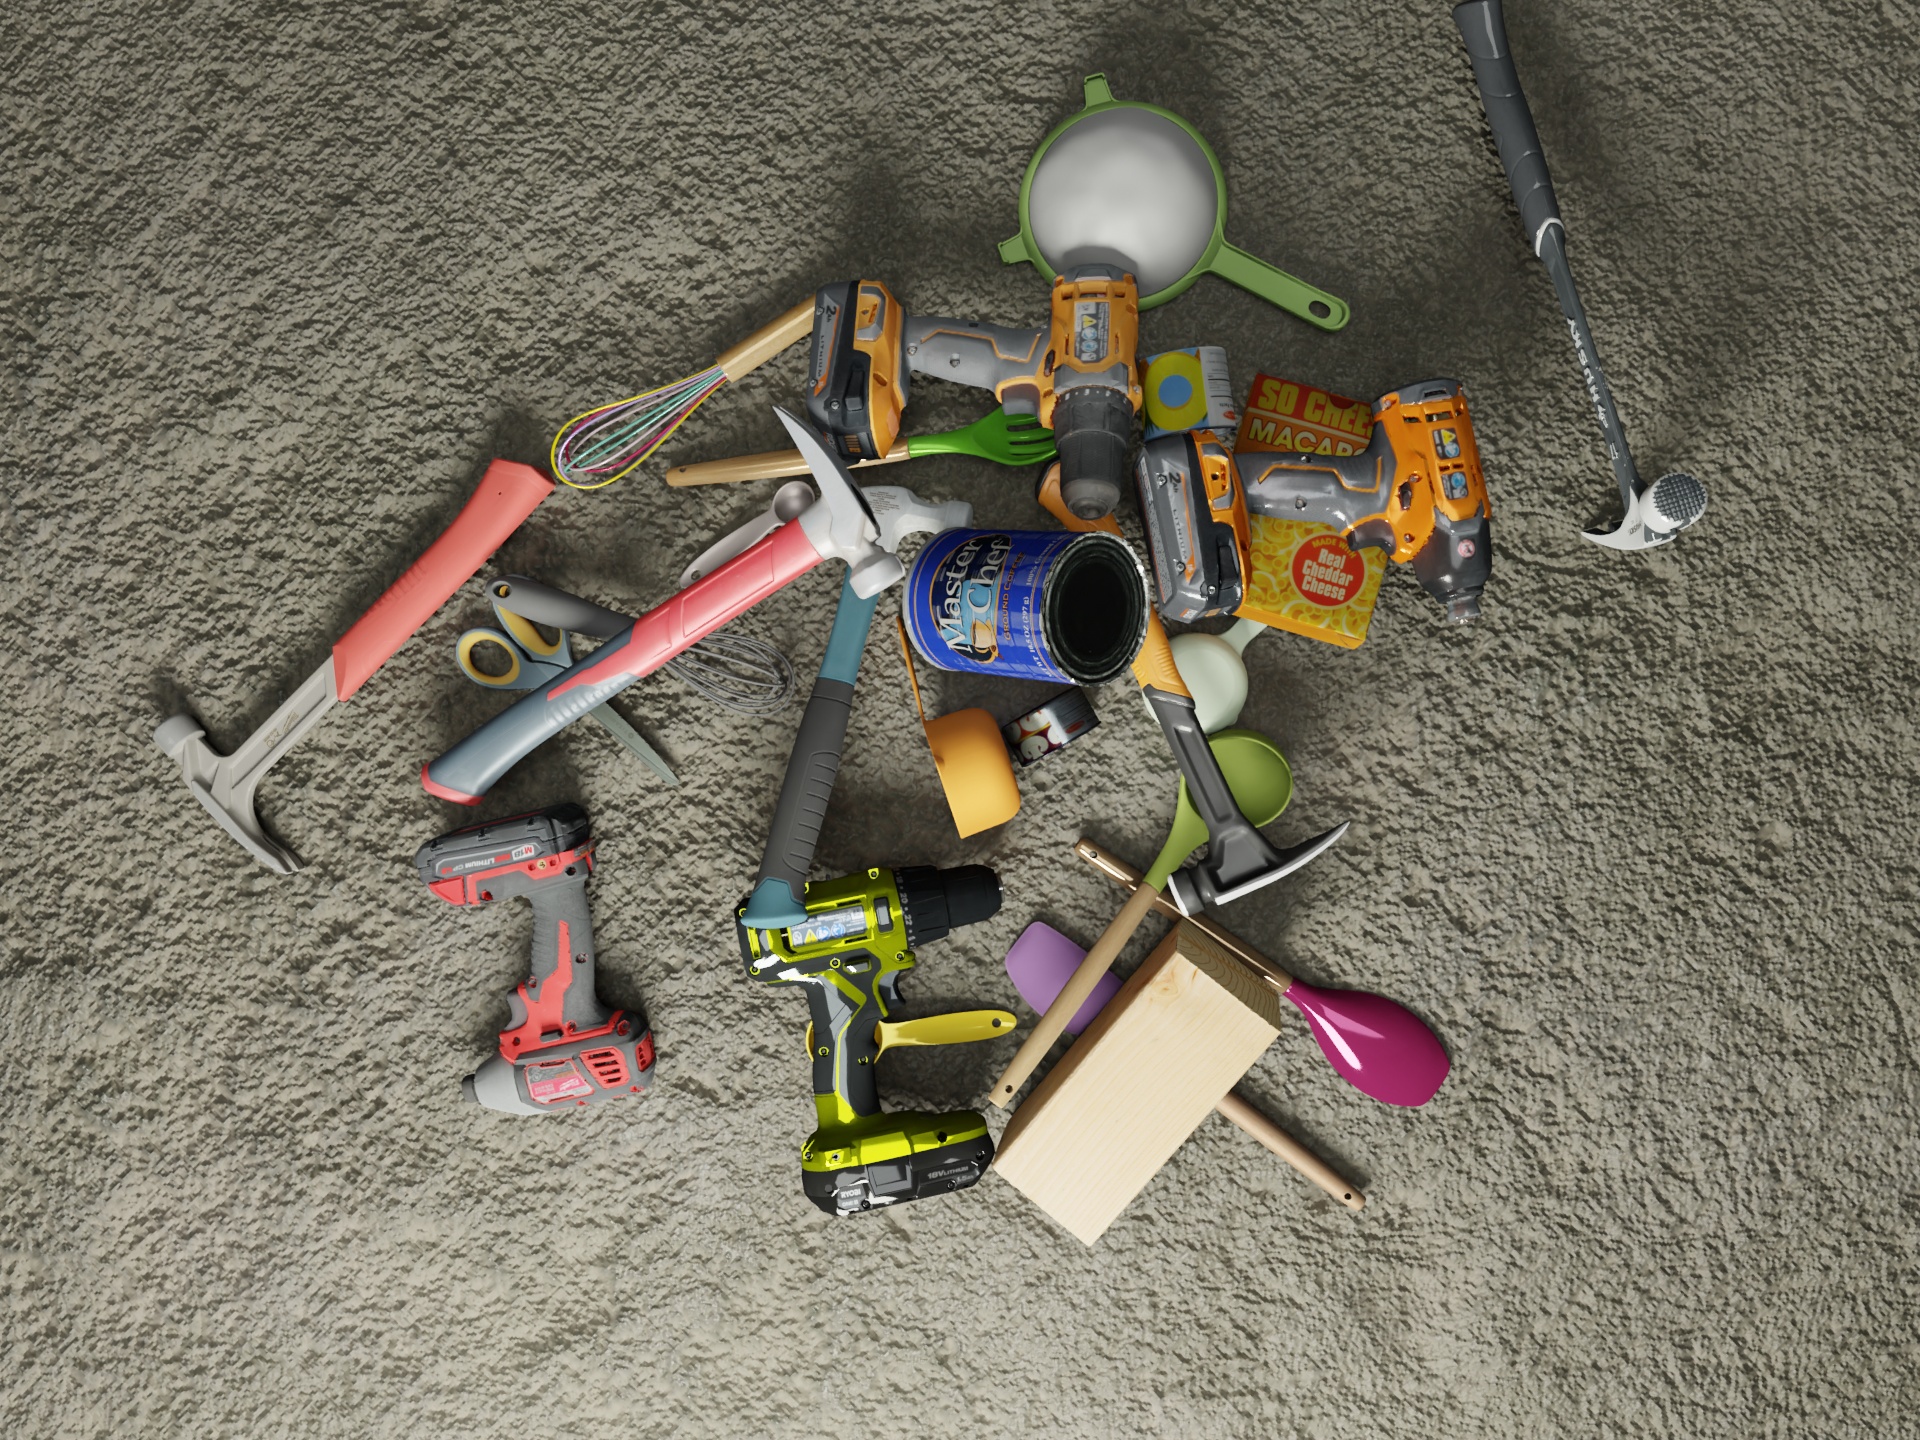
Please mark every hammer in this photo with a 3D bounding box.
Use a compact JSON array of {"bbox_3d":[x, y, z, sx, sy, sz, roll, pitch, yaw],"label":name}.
[{"bbox_3d":[0.143,-0.041,1.110,0.127,0.034,0.337,-25,76,5],"label":"hammer"},{"bbox_3d":[0.410,-0.310,1.090,0.036,0.149,0.409,-15,82,4],"label":"hammer"},{"bbox_3d":[-0.234,-0.064,1.121,0.386,0.038,0.143,-31,92,14],"label":"hammer"},{"bbox_3d":[-0.432,-0.054,1.187,0.359,0.037,0.149,-43,89,5],"label":"hammer"},{"bbox_3d":[-0.090,-0.013,1.120,0.128,0.033,0.331,11,75,11],"label":"hammer"}]

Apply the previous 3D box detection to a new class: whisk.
[{"bbox_3d":[-0.193,-0.247,1.160,0.245,0.051,0.047,-32,84,2],"label":"whisk"},{"bbox_3d":[-0.235,-0.059,1.164,0.239,0.055,0.055,19,94,2],"label":"whisk"}]

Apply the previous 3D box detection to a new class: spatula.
[{"bbox_3d":[0.166,0.260,1.169,0.316,0.018,0.060,36,99,3],"label":"spatula"}]

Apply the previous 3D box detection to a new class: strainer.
[{"bbox_3d":[0.161,-0.344,1.117,0.256,0.069,0.151,29,94,4],"label":"strainer"}]

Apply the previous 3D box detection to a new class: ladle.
[{"bbox_3d":[0.122,0.139,1.113,0.078,0.062,0.320,39,80,-9],"label":"ladle"}]

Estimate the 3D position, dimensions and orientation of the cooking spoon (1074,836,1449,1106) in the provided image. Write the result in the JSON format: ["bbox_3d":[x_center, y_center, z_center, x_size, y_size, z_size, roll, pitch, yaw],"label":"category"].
[{"bbox_3d":[0.217,0.179,1.162,0.319,0.017,0.069,34,93,1],"label":"cooking spoon"}]

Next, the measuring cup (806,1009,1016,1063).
[{"bbox_3d":[-0.037,0.230,1.183,0.156,0.029,0.062,-4,89,-8],"label":"measuring cup"}]

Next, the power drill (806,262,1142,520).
[{"bbox_3d":[0.012,-0.223,1.098,0.226,0.084,0.185,0,68,7],"label":"power drill"}]

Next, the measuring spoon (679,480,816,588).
[{"bbox_3d":[-0.156,-0.133,1.178,0.124,0.018,0.034,-34,68,11],"label":"measuring spoon"}]

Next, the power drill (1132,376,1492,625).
[{"bbox_3d":[0.242,-0.130,1.060,0.226,0.084,0.164,-11,83,-4],"label":"power drill"}]

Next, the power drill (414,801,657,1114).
[{"bbox_3d":[-0.318,0.182,1.172,0.143,0.078,0.219,-13,94,5],"label":"power drill"}]

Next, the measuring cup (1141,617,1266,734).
[{"bbox_3d":[0.200,-0.059,1.142,0.083,0.038,0.167,43,95,1],"label":"measuring cup"}]

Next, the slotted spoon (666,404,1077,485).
[{"bbox_3d":[-0.062,-0.197,1.158,0.314,0.031,0.070,-6,55,7],"label":"slotted spoon"}]

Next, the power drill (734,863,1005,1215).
[{"bbox_3d":[-0.048,0.217,1.129,0.190,0.080,0.228,-11,87,-7],"label":"power drill"}]

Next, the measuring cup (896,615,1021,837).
[{"bbox_3d":[-0.002,-0.004,1.147,0.052,0.095,0.174,-17,73,-1],"label":"measuring cup"}]
